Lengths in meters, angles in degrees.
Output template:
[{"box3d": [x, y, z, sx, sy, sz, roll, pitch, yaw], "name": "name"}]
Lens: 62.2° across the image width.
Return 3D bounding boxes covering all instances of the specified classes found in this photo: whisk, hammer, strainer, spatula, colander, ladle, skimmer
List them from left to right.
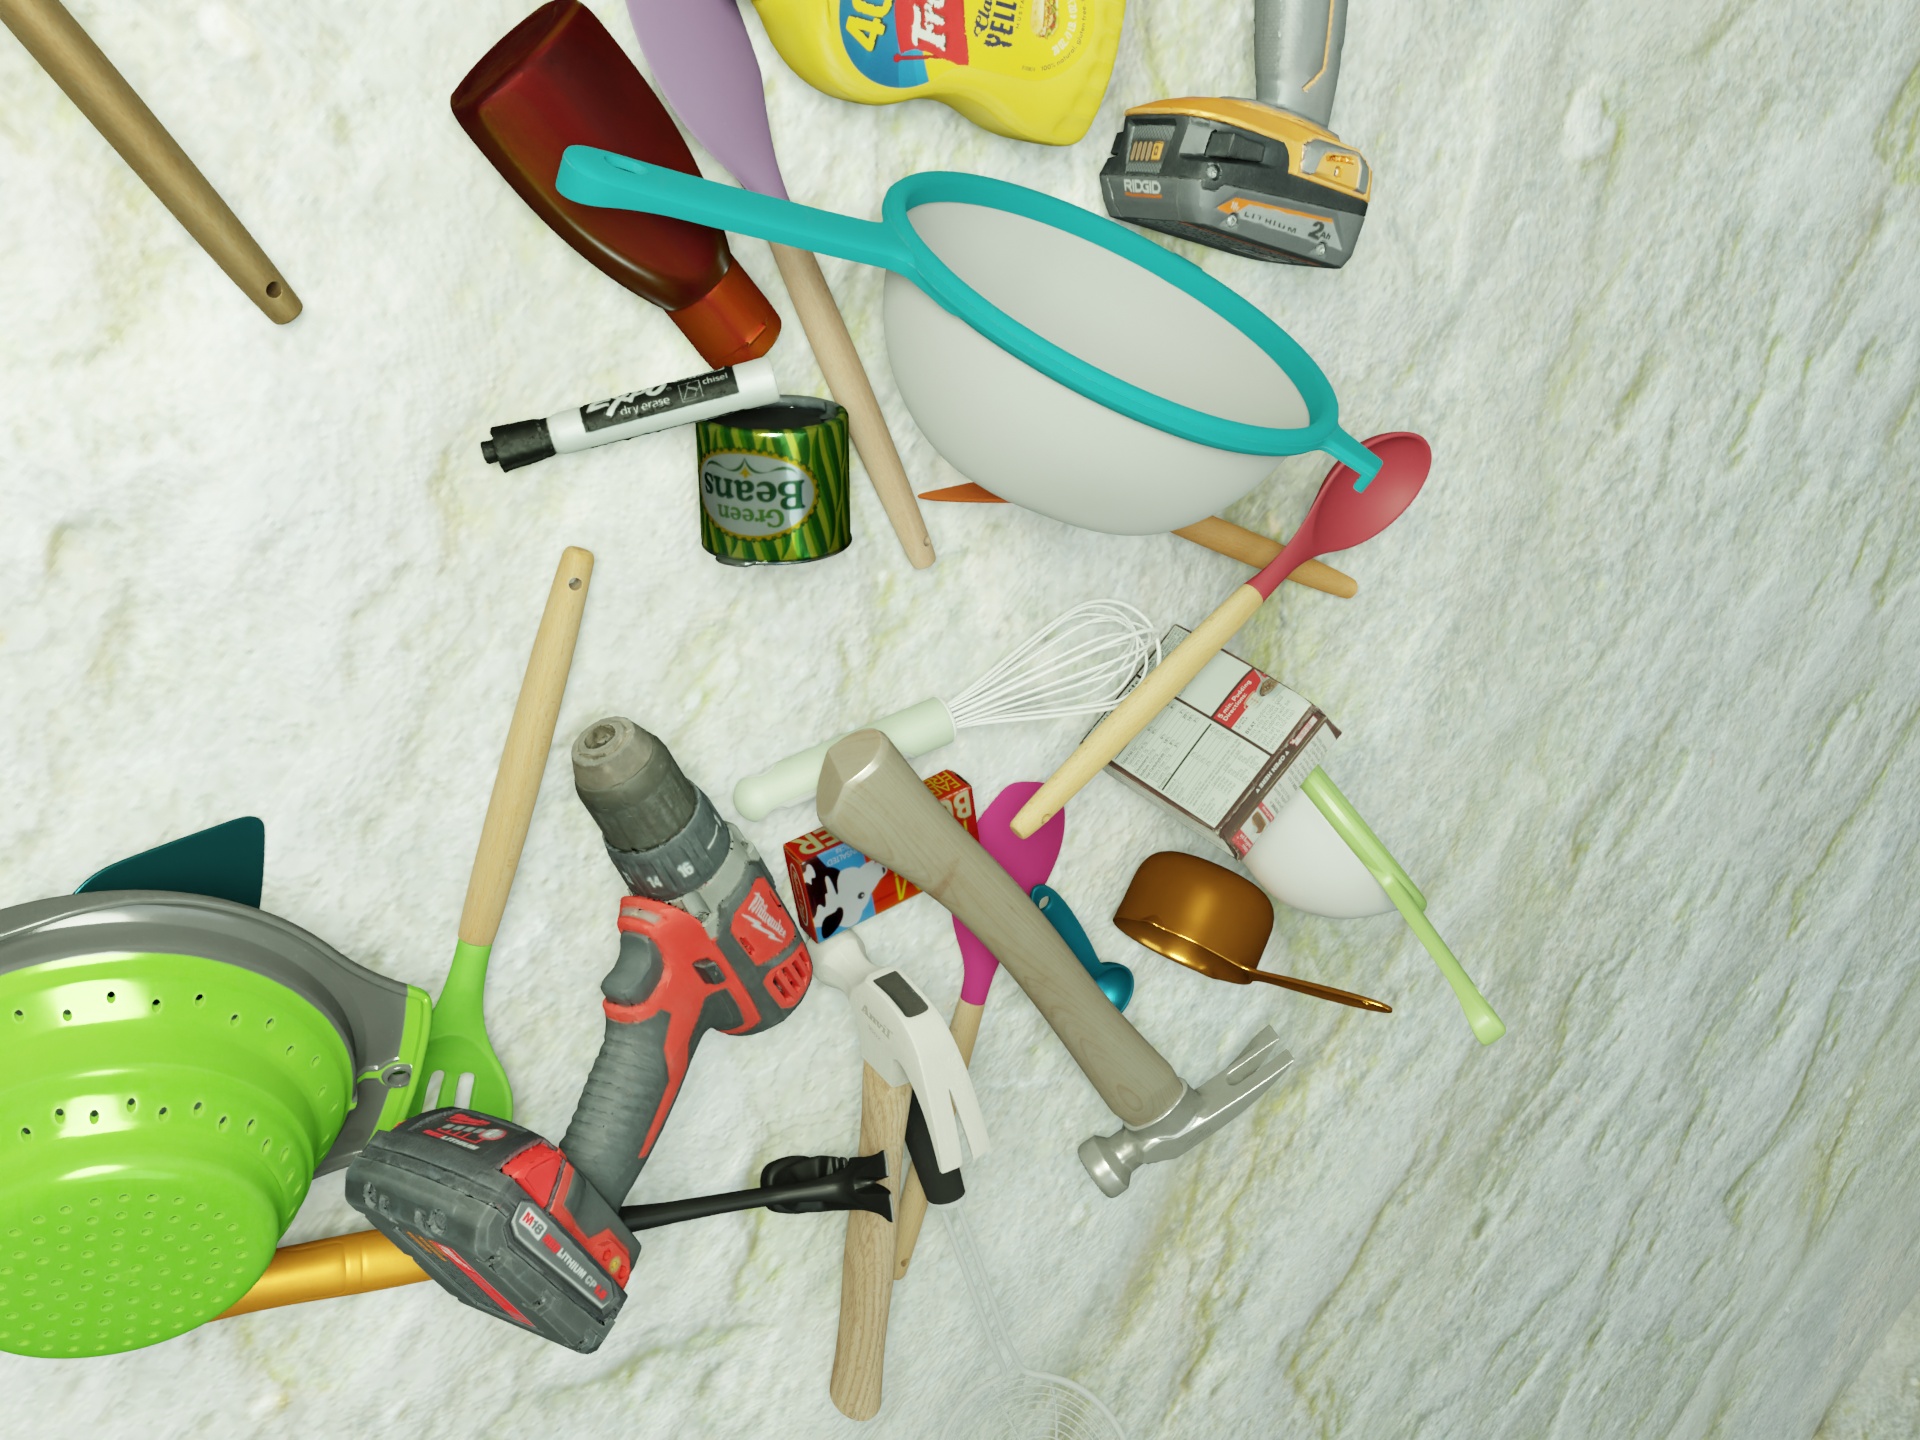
[{"box3d": [-0.416, 0.075, 0.562, 0.317, 0.044, 0.082, 4, 110, -32], "name": "spatula"}, {"box3d": [-0.387, 0.162, 0.553, 0.396, 0.095, 0.204, 5, 125, -31], "name": "colander"}, {"box3d": [-0.286, -0.232, 0.451, 0.078, 0.062, 0.319, -50, 144, -16], "name": "ladle"}, {"box3d": [-0.199, 0.244, 0.752, 0.336, 0.127, 0.034, -1, 76, -29], "name": "hammer"}, {"box3d": [-0.069, -0.191, 0.680, 0.060, 0.018, 0.315, -55, 137, -34], "name": "spatula"}, {"box3d": [-0.046, 0.274, 0.875, 0.031, 0.130, 0.331, -18, 129, -34], "name": "hammer"}, {"box3d": [-0.006, -0.150, 0.655, 0.340, 0.211, 0.095, 6, 128, -30], "name": "strainer"}, {"box3d": [-0.001, -0.003, 0.806, 0.246, 0.058, 0.059, -23, 89, -20], "name": "whisk"}, {"box3d": [0.007, 0.339, 0.904, 0.127, 0.090, 0.363, -13, 110, 12], "name": "skimmer"}, {"box3d": [0.054, 0.131, 0.872, 0.146, 0.038, 0.410, -36, 131, 2], "name": "hammer"}, {"box3d": [0.118, -0.096, 0.844, 0.322, 0.081, 0.041, 13, 88, -44], "name": "spatula"}, {"box3d": [0.138, -0.048, 0.836, 0.315, 0.031, 0.069, -44, 140, -16], "name": "ladle"}, {"box3d": [0.211, 0.097, 0.883, 0.069, 0.257, 0.151, -39, 126, 11], "name": "strainer"}]

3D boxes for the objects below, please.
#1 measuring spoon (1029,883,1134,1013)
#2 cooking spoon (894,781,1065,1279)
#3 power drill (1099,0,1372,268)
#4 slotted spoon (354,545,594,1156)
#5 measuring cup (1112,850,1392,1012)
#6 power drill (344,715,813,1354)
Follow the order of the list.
[{"box3d": [0.064, 0.133, 0.931, 0.042, 0.021, 0.128, -44, 129, -14], "name": "measuring spoon"}, {"box3d": [0.001, 0.183, 0.912, 0.068, 0.017, 0.319, 5, 108, -36], "name": "cooking spoon"}, {"box3d": [0.130, -0.336, 0.718, 0.185, 0.084, 0.226, 3, 105, -36], "name": "power drill"}, {"box3d": [-0.207, 0.074, 0.707, 0.070, 0.031, 0.313, 11, 103, -30], "name": "slotted spoon"}, {"box3d": [0.171, 0.120, 0.904, 0.095, 0.174, 0.052, 43, 67, -48], "name": "measuring cup"}, {"box3d": [-0.158, 0.128, 0.687, 0.227, 0.080, 0.187, -60, 143, -34], "name": "power drill"}]
